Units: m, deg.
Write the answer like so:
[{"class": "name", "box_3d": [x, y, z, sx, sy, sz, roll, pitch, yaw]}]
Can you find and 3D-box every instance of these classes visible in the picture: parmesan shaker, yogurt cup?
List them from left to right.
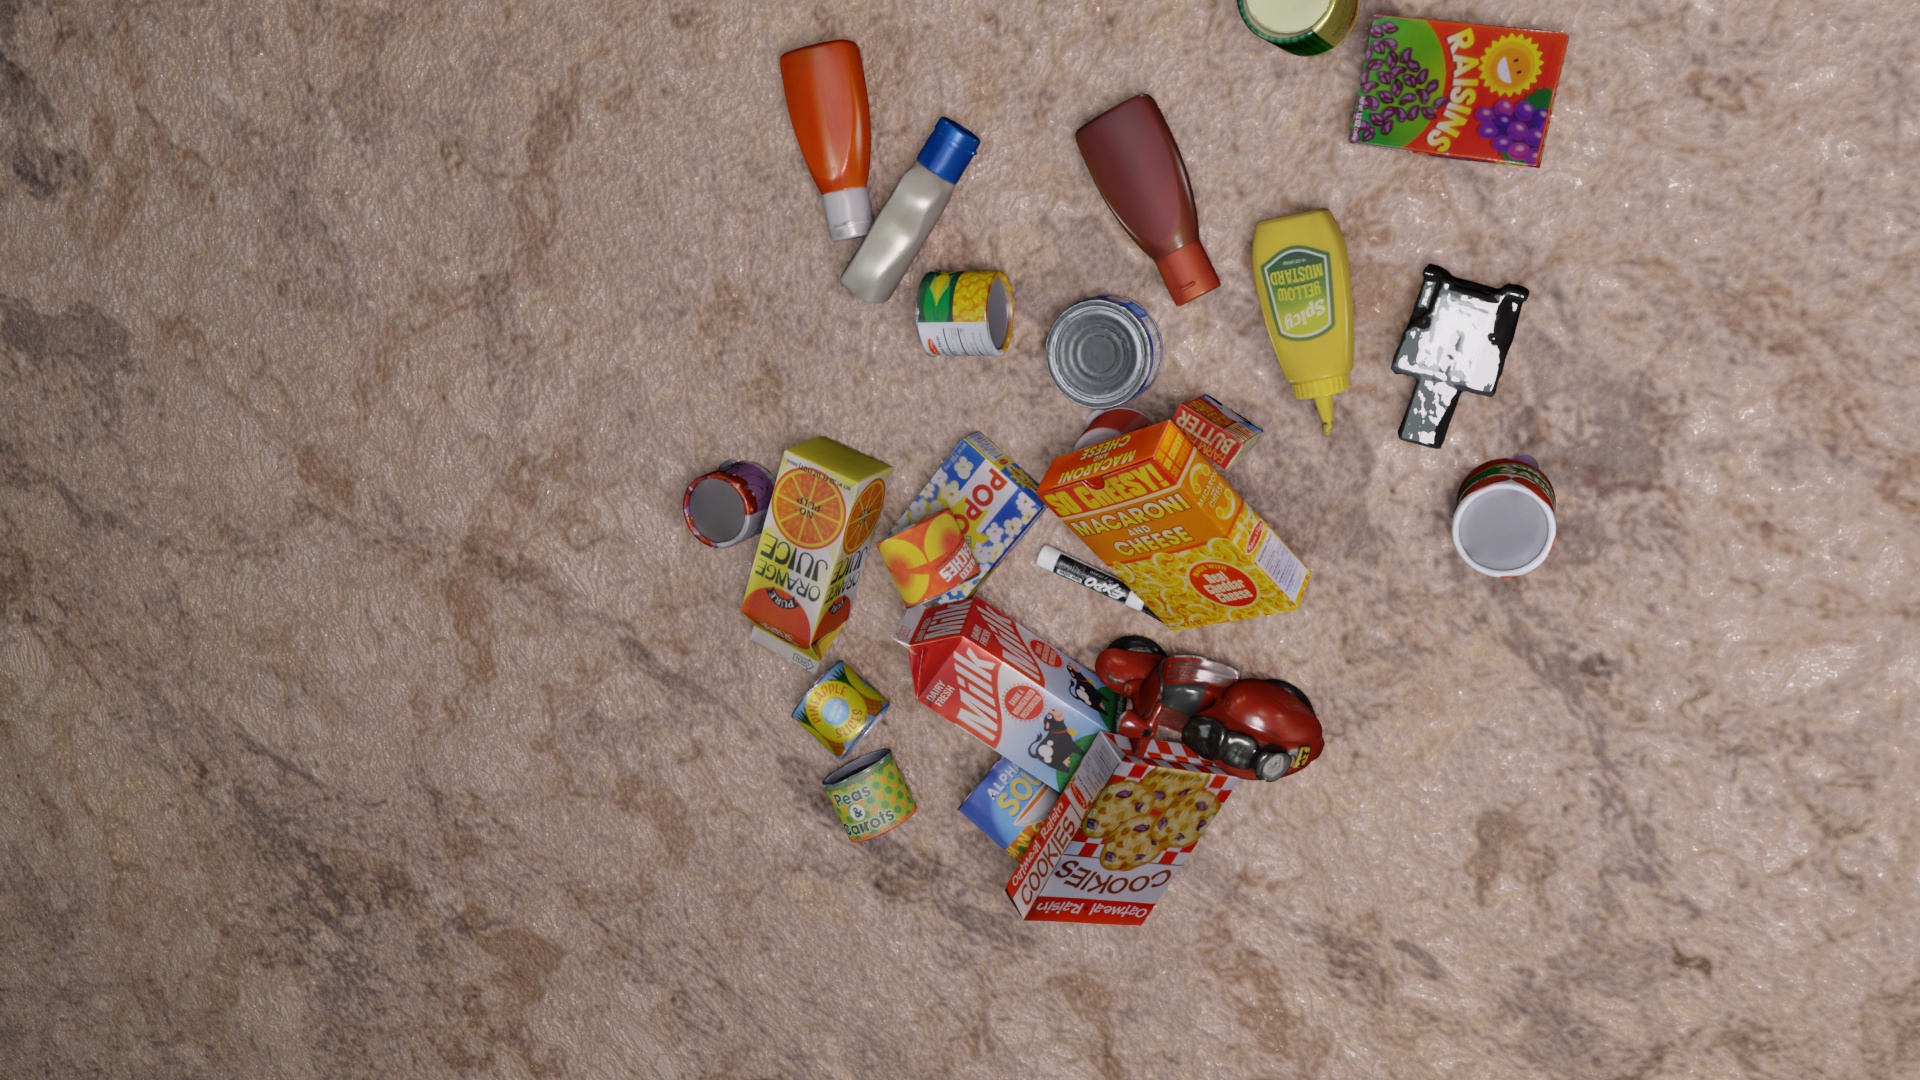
[{"class": "yogurt cup", "box_3d": [0.118, -0.065, 1.062, 0.072, 0.054, 0.072, 6, 106, 20]}, {"class": "parmesan shaker", "box_3d": [0.224, -0.361, 0.916, 0.071, 0.103, 0.071, 6, 105, 21]}]

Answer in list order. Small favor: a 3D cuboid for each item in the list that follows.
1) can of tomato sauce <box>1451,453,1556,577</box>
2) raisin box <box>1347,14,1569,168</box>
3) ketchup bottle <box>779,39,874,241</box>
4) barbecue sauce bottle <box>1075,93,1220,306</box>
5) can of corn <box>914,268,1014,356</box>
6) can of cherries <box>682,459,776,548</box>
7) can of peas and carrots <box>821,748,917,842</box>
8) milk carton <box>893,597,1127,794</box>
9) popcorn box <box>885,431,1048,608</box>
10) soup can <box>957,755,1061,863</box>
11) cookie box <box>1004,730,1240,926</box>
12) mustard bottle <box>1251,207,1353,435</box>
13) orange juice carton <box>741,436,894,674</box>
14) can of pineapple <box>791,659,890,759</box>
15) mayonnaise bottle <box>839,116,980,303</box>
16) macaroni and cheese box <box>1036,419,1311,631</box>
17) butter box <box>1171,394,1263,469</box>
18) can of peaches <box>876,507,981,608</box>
[{"class": "can of tomato sauce", "box_3d": [0.374, -0.018, 0.952, 0.071, 0.083, 0.071, 6, 106, 21]}, {"class": "raisin box", "box_3d": [0.330, -0.299, 0.924, 0.123, 0.040, 0.085, 14, 107, 20]}, {"class": "ketchup bottle", "box_3d": [-0.099, -0.313, 1.094, 0.064, 0.044, 0.148, -5, 101, 24]}, {"class": "barbecue sauce bottle", "box_3d": [0.142, -0.245, 1.013, 0.064, 0.044, 0.148, -25, 94, 26]}, {"class": "can of corn", "box_3d": [0.005, -0.178, 1.075, 0.058, 0.071, 0.071, 3, 104, 21]}, {"class": "can of cherries", "box_3d": [-0.198, -0.033, 1.197, 0.071, 0.058, 0.071, 6, 106, 21]}, {"class": "can of peas and carrots", "box_3d": [-0.079, 0.222, 1.205, 0.071, 0.071, 0.058, -24, 94, 26]}, {"class": "milk carton", "box_3d": [0.034, 0.114, 1.107, 0.190, 0.072, 0.073, 34, 114, -4]}, {"class": "popcorn box", "box_3d": [0.004, -0.014, 1.129, 0.085, 0.038, 0.126, 42, 115, 6]}, {"class": "soup can", "box_3d": [0.051, 0.224, 1.154, 0.084, 0.071, 0.071, 40, 114, 8]}, {"class": "cookie box", "box_3d": [0.127, 0.232, 1.100, 0.166, 0.123, 0.040, -63, 34, 23]}, {"class": "mustard bottle", "box_3d": [0.250, -0.153, 0.988, 0.065, 0.049, 0.160, -9, 99, 26]}, {"class": "orange juice carton", "box_3d": [-0.126, 0.016, 1.172, 0.072, 0.073, 0.191, 24, 111, 15]}, {"class": "can of pineapple", "box_3d": [-0.103, 0.146, 1.196, 0.058, 0.071, 0.070, 40, 115, 8]}, {"class": "mayonnaise bottle", "box_3d": [-0.038, -0.255, 1.075, 0.041, 0.065, 0.147, 35, 110, 2]}, {"class": "macaroni and cheese box", "box_3d": [0.153, -0.005, 1.006, 0.166, 0.040, 0.123, 43, 147, -22]}, {"class": "butter box", "box_3d": [0.184, -0.080, 1.003, 0.053, 0.104, 0.024, 35, 109, 12]}, {"class": "can of peaches", "box_3d": [-0.024, 0.013, 1.088, 0.071, 0.071, 0.058, -25, 93, 26]}]
